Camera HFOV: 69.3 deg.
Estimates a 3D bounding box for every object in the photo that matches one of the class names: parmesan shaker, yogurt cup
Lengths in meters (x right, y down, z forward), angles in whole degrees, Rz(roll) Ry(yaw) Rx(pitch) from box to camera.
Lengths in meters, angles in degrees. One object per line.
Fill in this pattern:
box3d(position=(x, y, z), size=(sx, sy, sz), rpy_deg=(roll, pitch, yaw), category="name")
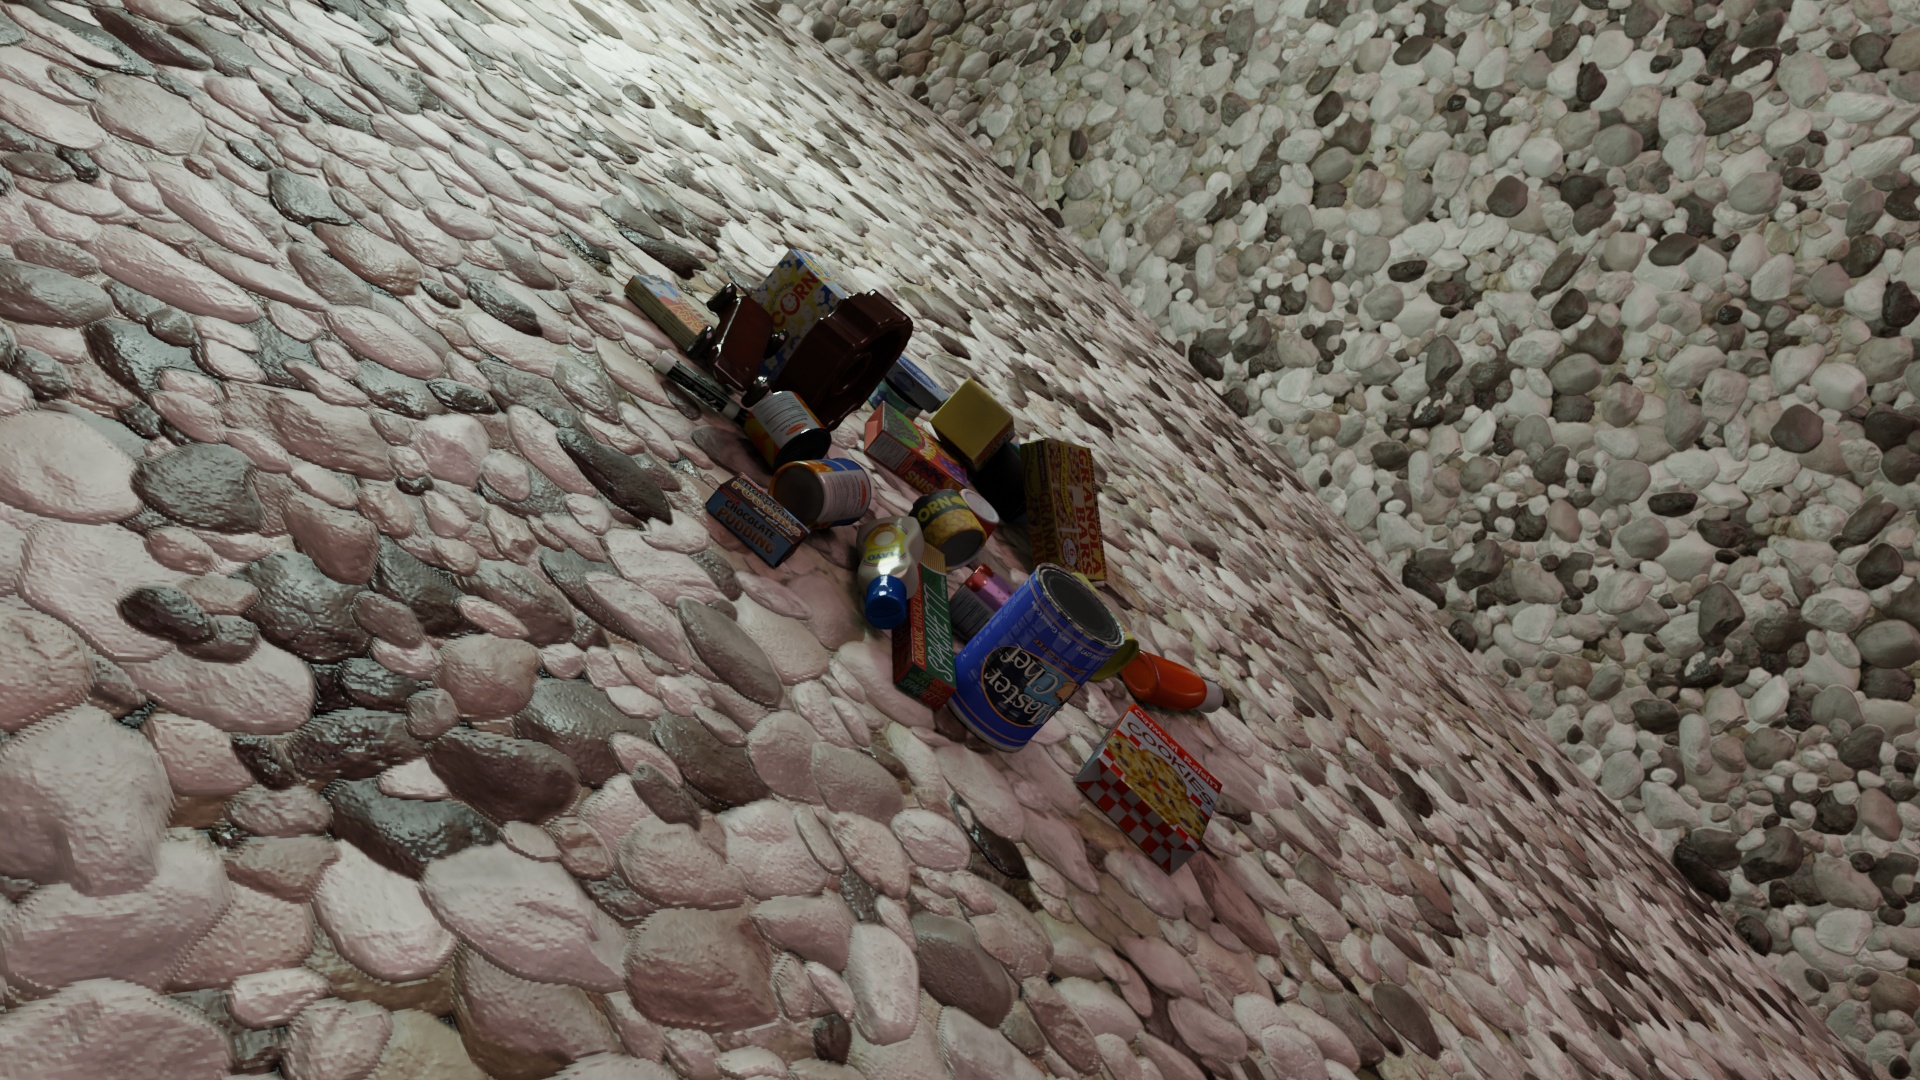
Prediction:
box3d(position=(0.139, 0.093, 1.507), size=(0.071, 0.071, 0.103), rpy_deg=(14, 32, -52), category="parmesan shaker")
box3d(position=(0.005, -0.019, 1.517), size=(0.072, 0.053, 0.073), rpy_deg=(36, 21, -16), category="yogurt cup")

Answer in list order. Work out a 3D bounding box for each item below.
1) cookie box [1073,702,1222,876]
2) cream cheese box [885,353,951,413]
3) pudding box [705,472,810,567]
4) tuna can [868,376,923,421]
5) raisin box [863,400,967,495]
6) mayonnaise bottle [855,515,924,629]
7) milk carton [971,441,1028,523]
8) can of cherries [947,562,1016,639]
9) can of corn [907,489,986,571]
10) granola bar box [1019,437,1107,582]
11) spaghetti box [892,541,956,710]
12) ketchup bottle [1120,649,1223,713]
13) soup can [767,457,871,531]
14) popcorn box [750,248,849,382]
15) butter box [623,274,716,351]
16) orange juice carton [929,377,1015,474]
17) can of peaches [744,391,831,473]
box3d(position=(0.183, 0.234, 1.335), size=(0.123, 0.040, 0.168), rpy_deg=(43, 21, 6), category="cookie box")
box3d(position=(-0.062, -0.200, 1.713), size=(0.104, 0.024, 0.053), rpy_deg=(42, 18, 3), category="cream cheese box")
box3d(position=(-0.177, -0.018, 1.218), size=(0.084, 0.030, 0.050), rpy_deg=(42, 19, 0), category="pudding box")
box3d(position=(-0.081, -0.174, 1.711), size=(0.071, 0.032, 0.071), rpy_deg=(36, 20, -15), category="tuna can")
box3d(position=(-0.051, -0.099, 1.601), size=(0.123, 0.040, 0.086), rpy_deg=(35, 20, -18), category="raisin box")
box3d(position=(-0.067, 0.028, 1.281), size=(0.149, 0.065, 0.041), rpy_deg=(-92, 171, -62), category="mayonnaise bottle")
box3d(position=(0.104, -0.069, 1.772), size=(0.073, 0.072, 0.191), rpy_deg=(50, 21, 23), category="milk carton")
box3d(position=(0.023, 0.063, 1.359), size=(0.058, 0.071, 0.072), rpy_deg=(40, 20, 1), category="can of cherries")
box3d(position=(-0.015, -0.011, 1.442), size=(0.071, 0.071, 0.058), rpy_deg=(17, 31, -49), category="can of corn")
box3d(position=(0.123, -0.033, 1.657), size=(0.124, 0.039, 0.165), rpy_deg=(6, 75, -58), category="granola bar box")
box3d(position=(-0.036, 0.069, 1.296), size=(0.050, 0.028, 0.251), rpy_deg=(33, 21, -19), category="spaghetti box")
box3d(position=(0.246, 0.166, 1.584), size=(0.149, 0.043, 0.065), rpy_deg=(21, 29, -44), category="ketchup bottle")
box3d(position=(-0.134, -0.043, 1.301), size=(0.071, 0.071, 0.084), rpy_deg=(46, 21, 14), category="soup can")
box3d(position=(-0.190, -0.244, 1.523), size=(0.085, 0.126, 0.038), rpy_deg=(46, 16, 13), category="popcorn box")
box3d(position=(-0.300, -0.237, 1.458), size=(0.103, 0.024, 0.053), rpy_deg=(43, 20, 6), category="butter box")
box3d(position=(0.017, -0.135, 1.707), size=(0.072, 0.073, 0.192), rpy_deg=(42, -1, 5), category="orange juice carton")
box3d(position=(-0.170, -0.103, 1.360), size=(0.058, 0.071, 0.071), rpy_deg=(50, 21, 24), category="can of peaches")
